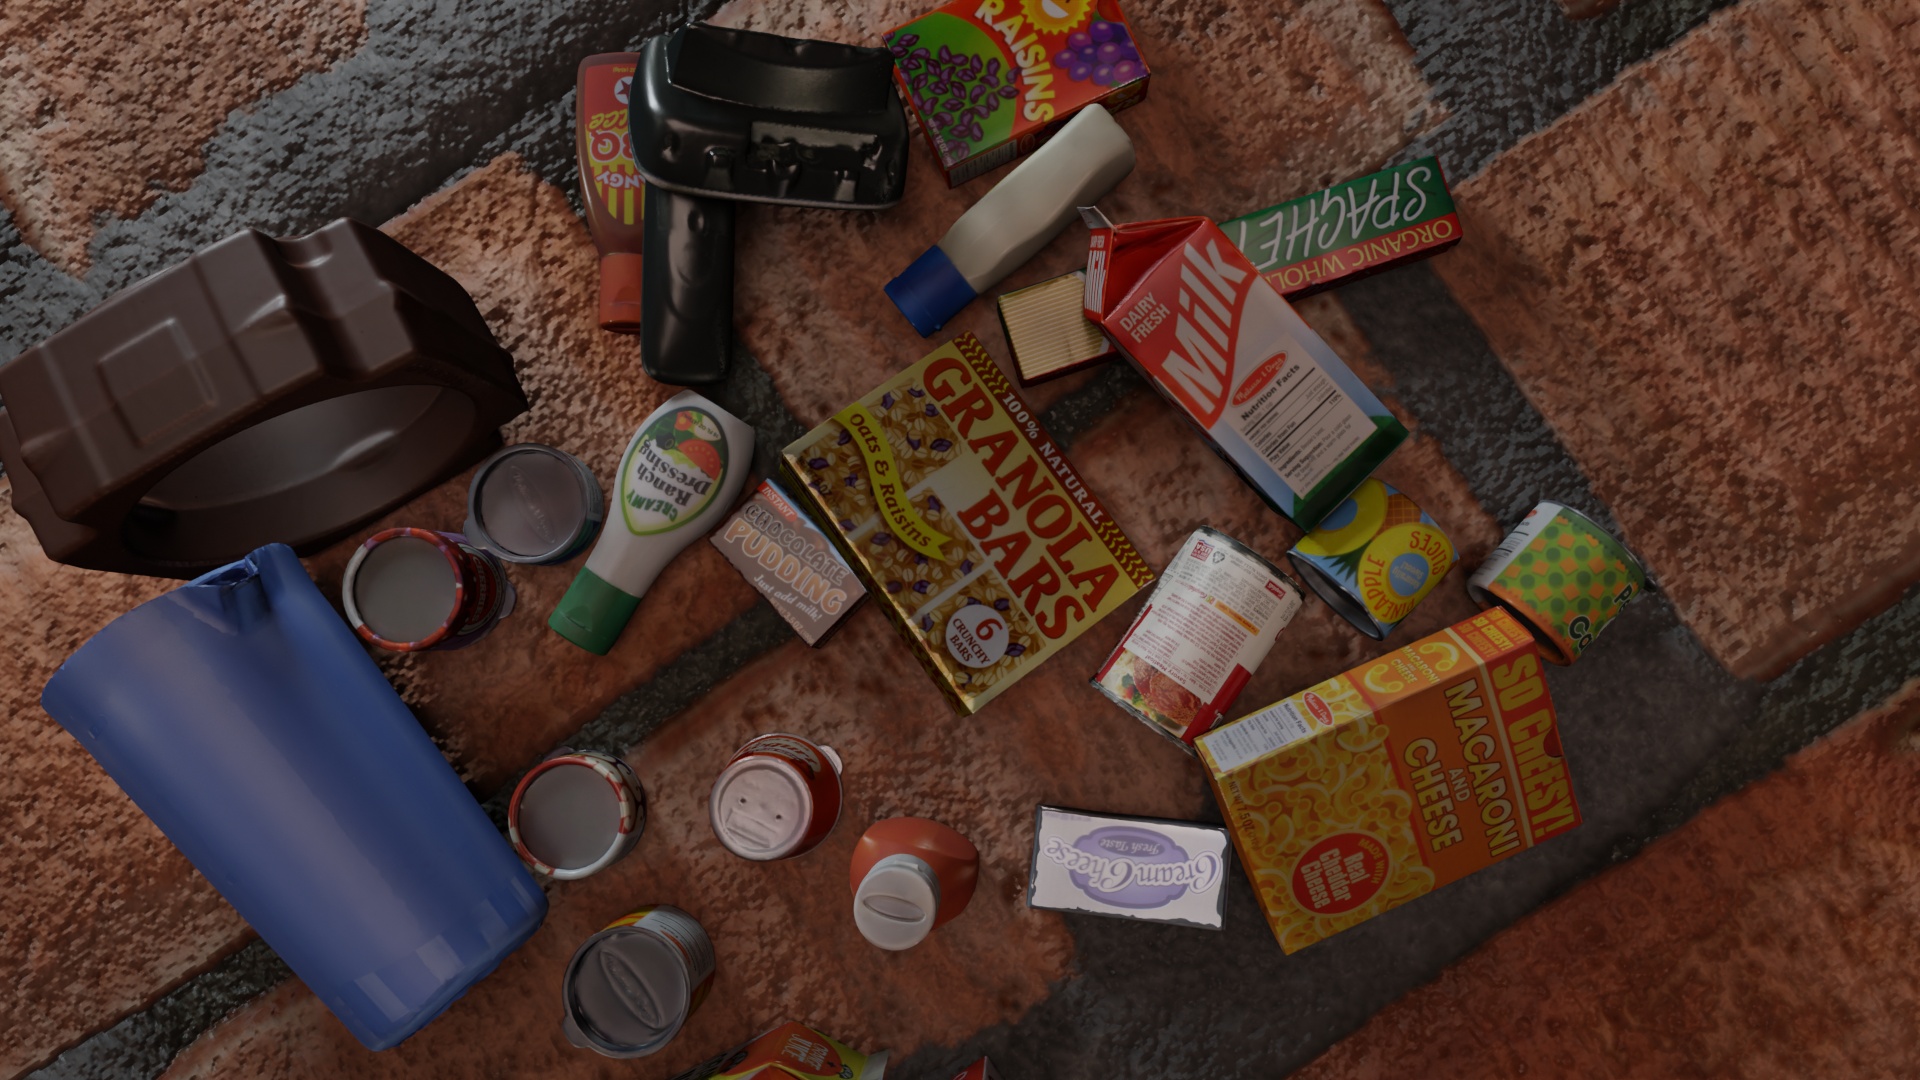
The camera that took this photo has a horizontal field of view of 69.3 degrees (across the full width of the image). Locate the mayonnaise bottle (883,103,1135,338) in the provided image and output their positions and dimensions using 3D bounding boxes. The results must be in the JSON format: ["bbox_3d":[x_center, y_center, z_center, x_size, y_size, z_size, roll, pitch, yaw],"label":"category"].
[{"bbox_3d":[0.026,-0.169,0.744,0.148,0.065,0.041,-39,87,3],"label":"mayonnaise bottle"}]

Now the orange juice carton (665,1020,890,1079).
[{"bbox_3d":[-0.125,0.311,0.710,0.193,0.072,0.073,-25,86,1],"label":"orange juice carton"}]

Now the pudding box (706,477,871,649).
[{"bbox_3d":[-0.090,0.012,0.751,0.049,0.030,0.084,-44,85,-1],"label":"pudding box"}]

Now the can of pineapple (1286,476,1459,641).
[{"bbox_3d":[0.213,0.010,0.715,0.071,0.071,0.058,45,90,5],"label":"can of pineapple"}]

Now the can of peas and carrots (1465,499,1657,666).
[{"bbox_3d":[0.305,0.024,0.710,0.071,0.071,0.059,43,90,5],"label":"can of peas and carrots"}]

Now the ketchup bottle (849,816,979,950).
[{"bbox_3d":[-0.025,0.165,0.677,0.065,0.148,0.043,13,86,4],"label":"ketchup bottle"}]

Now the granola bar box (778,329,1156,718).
[{"bbox_3d":[0.003,-0.009,0.730,0.124,0.039,0.165,-35,85,-15],"label":"granola bar box"}]

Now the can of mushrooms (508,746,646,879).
[{"bbox_3d":[-0.207,0.145,0.746,0.071,0.033,0.071,0,87,4],"label":"can of mushrooms"}]

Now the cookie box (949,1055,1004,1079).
[{"bbox_3d":[-0.045,0.333,0.678,0.167,0.123,0.040,-36,86,0],"label":"cookie box"}]

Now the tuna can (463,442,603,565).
[{"bbox_3d":[-0.233,-0.018,0.760,0.071,0.033,0.071,0,86,3],"label":"tuna can"}]

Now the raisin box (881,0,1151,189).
[{"bbox_3d":[0.031,-0.260,0.760,0.123,0.040,0.086,-24,84,1],"label":"raisin box"}]

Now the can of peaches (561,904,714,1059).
[{"bbox_3d":[-0.168,0.230,0.726,0.071,0.058,0.071,0,87,3],"label":"can of peaches"}]

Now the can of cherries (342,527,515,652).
[{"bbox_3d":[-0.284,0.027,0.747,0.071,0.058,0.071,0,86,4],"label":"can of cherries"}]

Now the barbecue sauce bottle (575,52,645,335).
[{"bbox_3d":[-0.179,-0.189,0.765,0.065,0.043,0.148,0,86,-4],"label":"barbecue sauce bottle"}]

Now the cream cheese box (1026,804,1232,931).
[{"bbox_3d":[0.089,0.171,0.732,0.104,0.024,0.053,6,87,4],"label":"cream cheese box"}]

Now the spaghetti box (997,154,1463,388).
[{"bbox_3d":[0.144,-0.145,0.751,0.250,0.028,0.050,-18,86,2],"label":"spaghetti box"}]

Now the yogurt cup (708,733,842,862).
[{"bbox_3d":[-0.099,0.138,0.731,0.072,0.054,0.072,0,86,4],"label":"yogurt cup"}]

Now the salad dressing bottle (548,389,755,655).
[{"bbox_3d":[-0.168,-0.009,0.750,0.064,0.044,0.147,31,88,4],"label":"salad dressing bottle"}]

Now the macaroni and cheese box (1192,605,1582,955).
[{"bbox_3d":[0.216,0.122,0.694,0.166,0.040,0.123,-24,116,1],"label":"macaroni and cheese box"}]

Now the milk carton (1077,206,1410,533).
[{"bbox_3d":[0.128,-0.099,0.702,0.190,0.072,0.073,44,97,-10],"label":"milk carton"}]
